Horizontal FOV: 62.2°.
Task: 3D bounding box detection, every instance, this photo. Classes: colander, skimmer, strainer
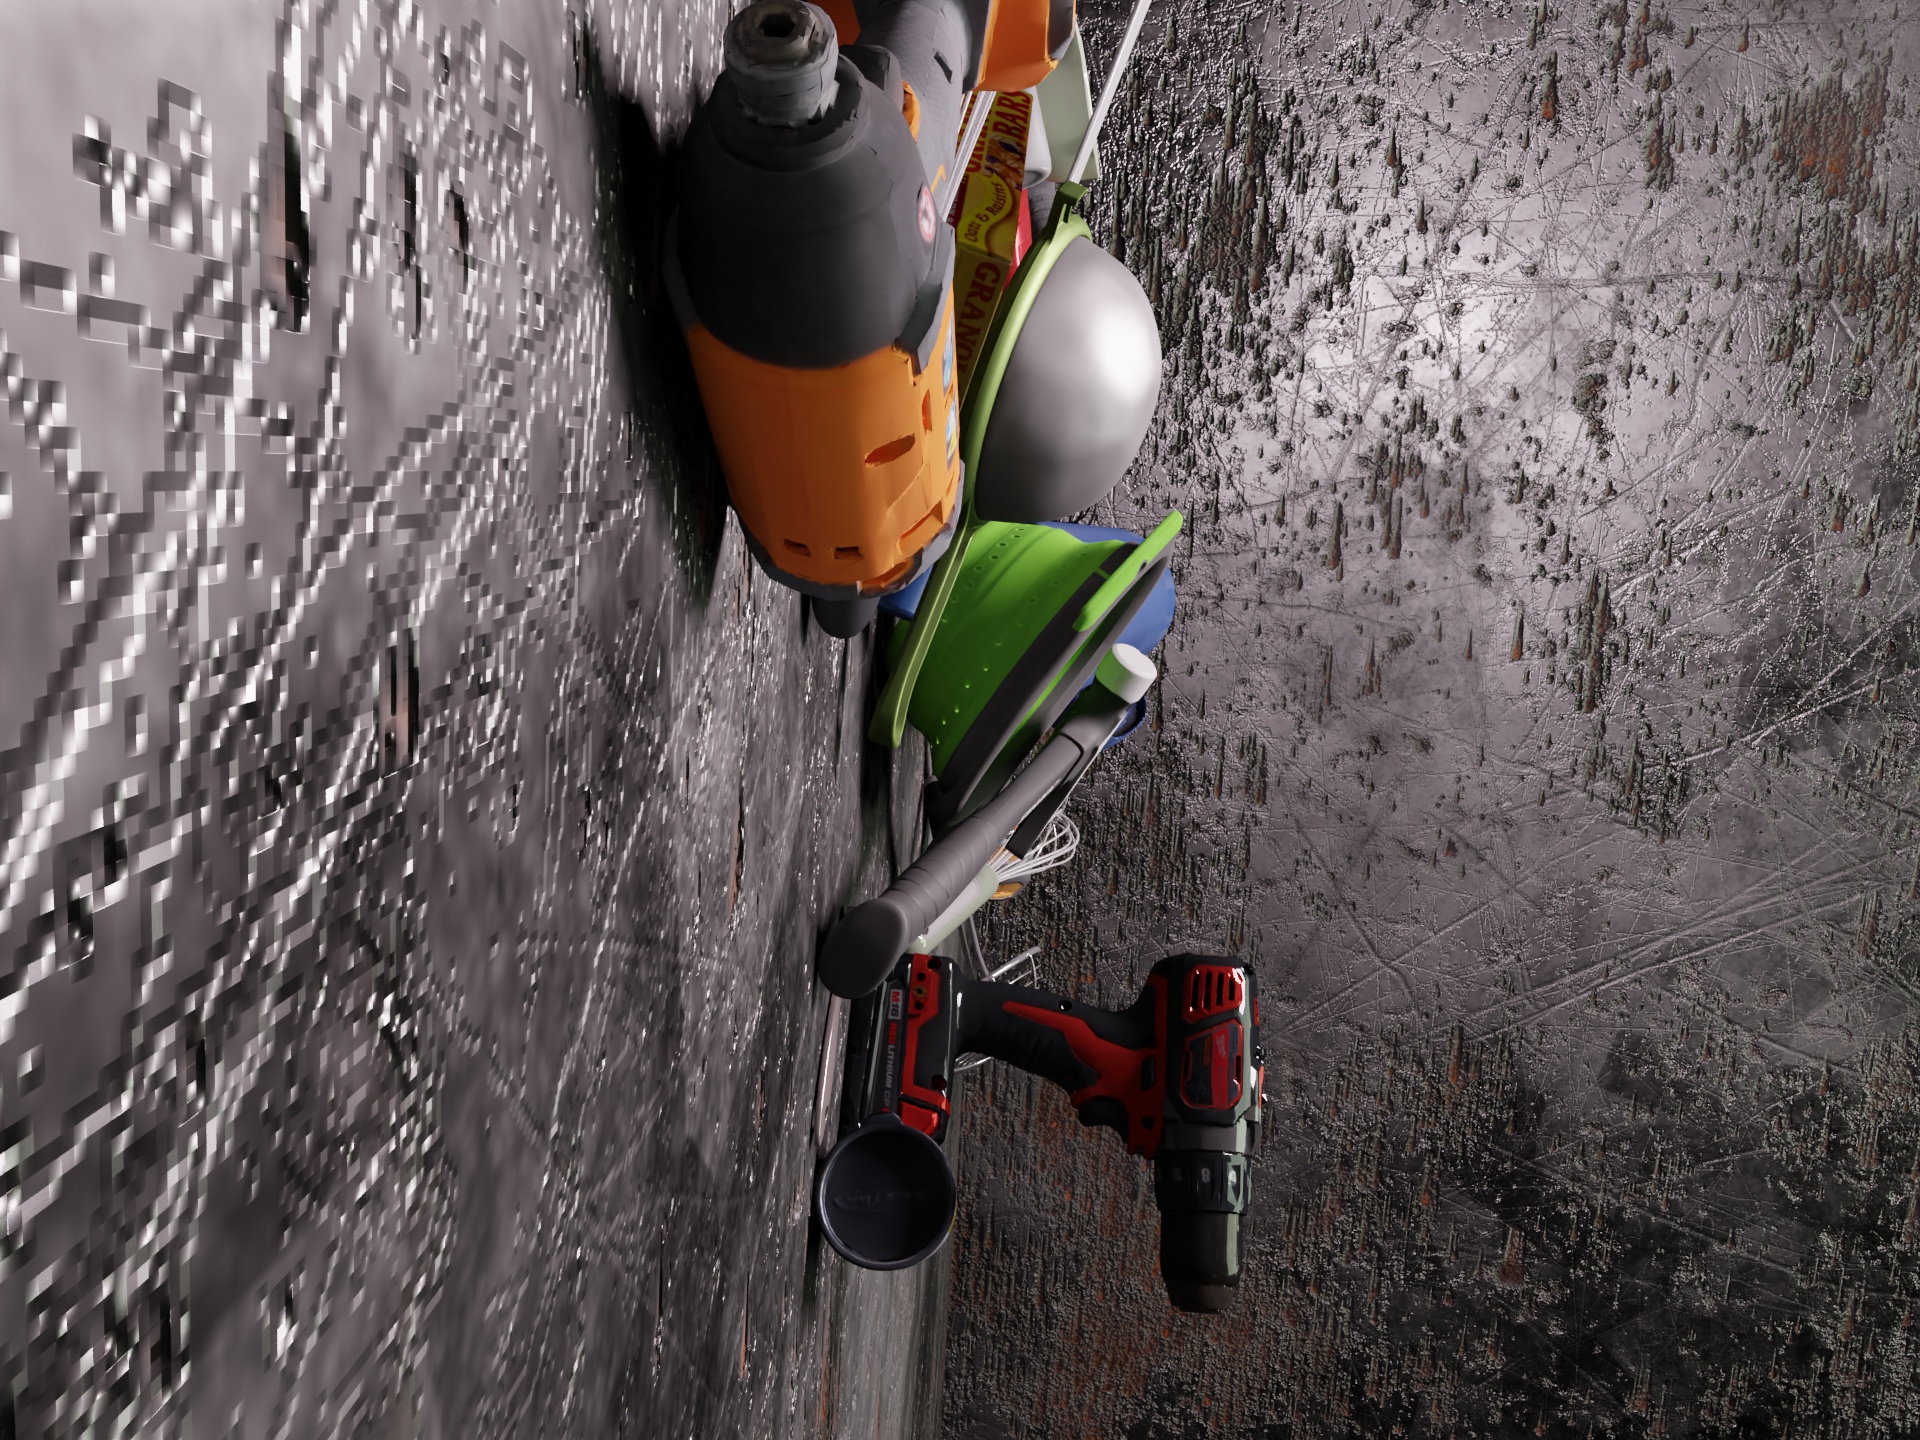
[{"bbox_3d":[-0.002,-0.003,0.963,0.204,0.094,0.396,-46,171,-37],"label":"colander"},{"bbox_3d":[-0.015,0.122,1.139,0.090,0.127,0.364,46,15,-27],"label":"skimmer"},{"bbox_3d":[0.033,-0.099,0.723,0.151,0.069,0.256,48,63,-80],"label":"strainer"}]

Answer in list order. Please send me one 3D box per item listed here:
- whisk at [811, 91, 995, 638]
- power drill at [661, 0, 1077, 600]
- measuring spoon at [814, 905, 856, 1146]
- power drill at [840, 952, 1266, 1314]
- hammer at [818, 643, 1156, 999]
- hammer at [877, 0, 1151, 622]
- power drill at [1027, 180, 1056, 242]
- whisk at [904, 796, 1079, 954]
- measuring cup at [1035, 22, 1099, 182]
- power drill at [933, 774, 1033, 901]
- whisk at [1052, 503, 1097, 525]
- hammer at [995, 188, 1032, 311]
[{"bbox_3d":[-0.022,-0.167,0.562,0.070,0.070,0.284,-76,176,-76],"label":"whisk"},{"bbox_3d":[-0.020,-0.165,0.397,0.164,0.084,0.227,87,11,-65],"label":"power drill"},{"bbox_3d":[-0.053,0.143,0.751,0.034,0.018,0.124,91,5,-50],"label":"measuring spoon"},{"bbox_3d":[0.052,0.216,0.865,0.080,0.226,0.188,86,8,-70],"label":"power drill"},{"bbox_3d":[0.011,0.061,0.832,0.146,0.035,0.335,-56,172,27],"label":"hammer"},{"bbox_3d":[0.043,-0.241,0.792,0.144,0.035,0.405,28,84,-85],"label":"hammer"},{"bbox_3d":[0.061,-0.298,1.050,0.143,0.078,0.219,-69,140,-70],"label":"power drill"},{"bbox_3d":[0.017,0.099,1.019,0.246,0.058,0.059,-32,152,-60],"label":"whisk"},{"bbox_3d":[0.045,-0.369,0.862,0.167,0.038,0.083,69,16,-50],"label":"measuring cup"},{"bbox_3d":[0.018,0.013,1.347,0.186,0.084,0.226,-117,-153,-60],"label":"power drill"},{"bbox_3d":[0.072,-0.242,1.184,0.055,0.055,0.238,-82,169,-55],"label":"whisk"},{"bbox_3d":[0.019,-0.324,0.921,0.143,0.038,0.386,-13,98,-64],"label":"hammer"}]
